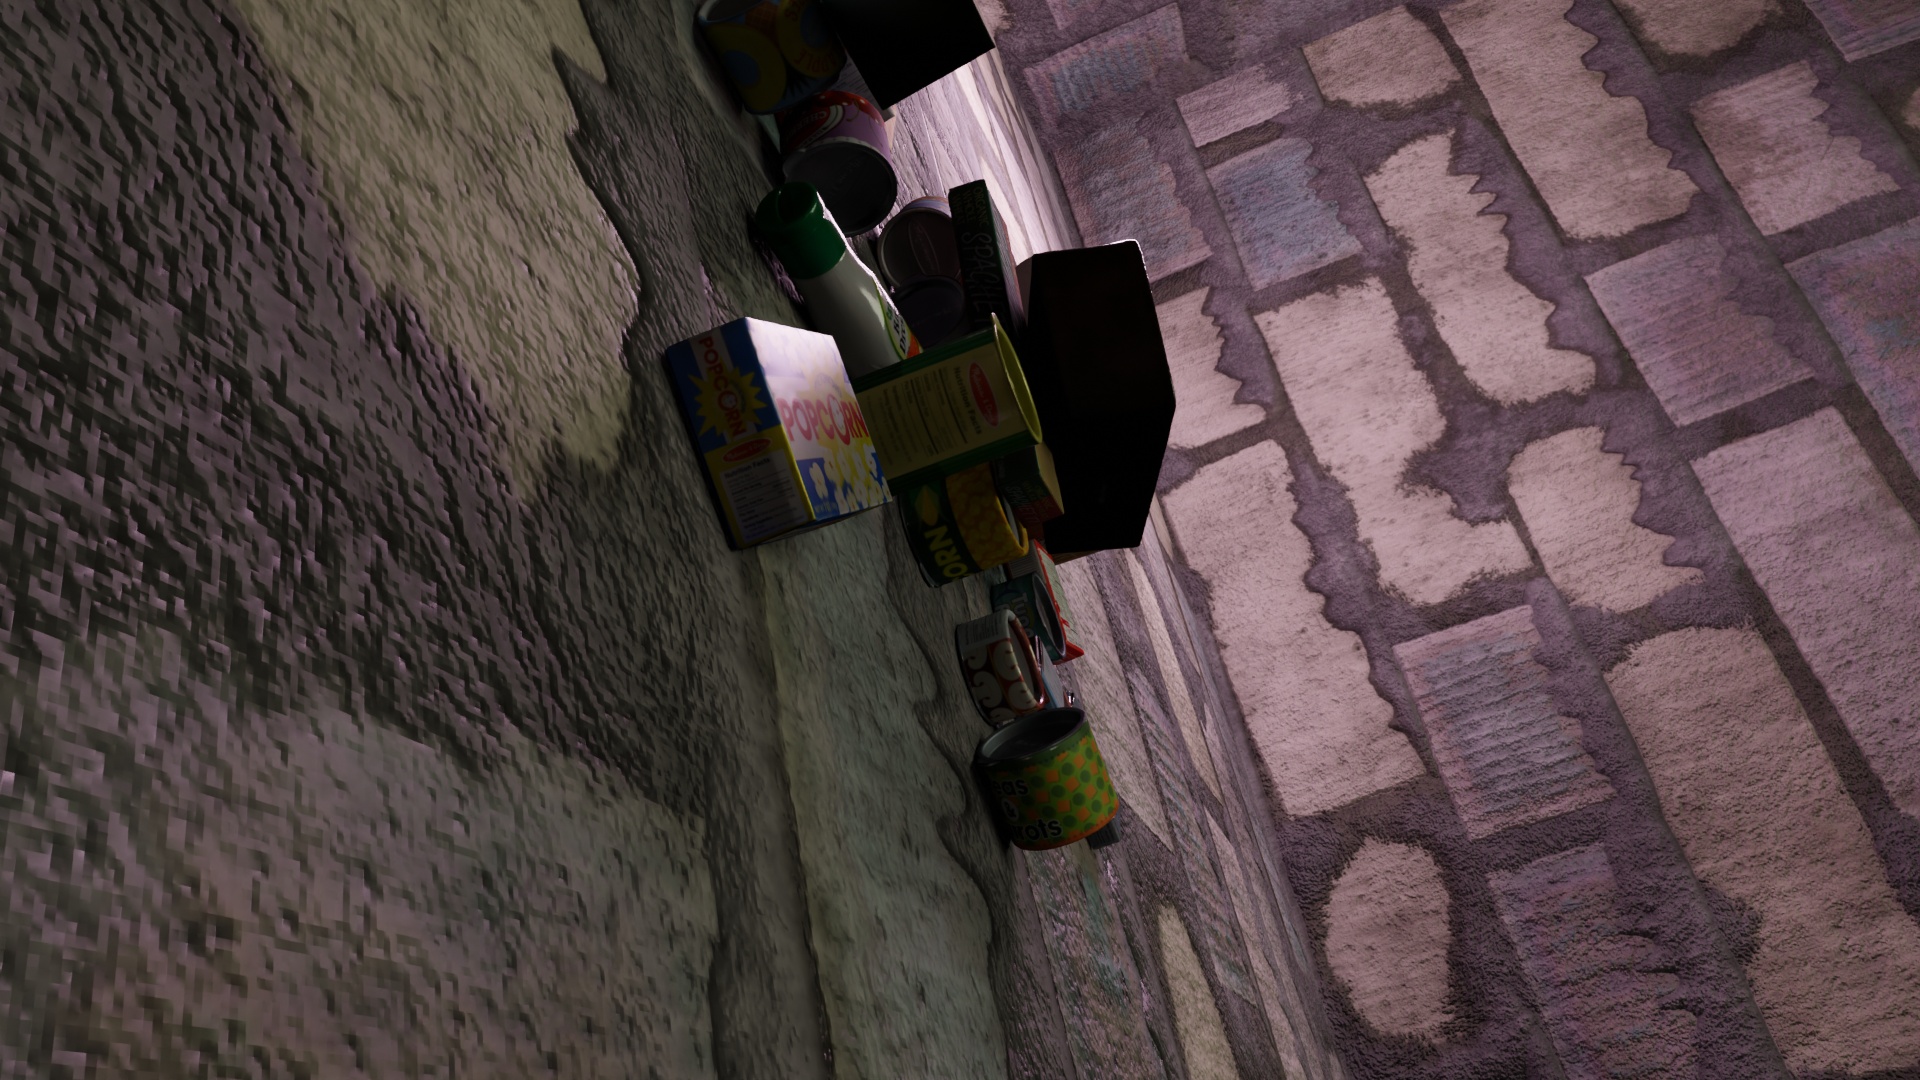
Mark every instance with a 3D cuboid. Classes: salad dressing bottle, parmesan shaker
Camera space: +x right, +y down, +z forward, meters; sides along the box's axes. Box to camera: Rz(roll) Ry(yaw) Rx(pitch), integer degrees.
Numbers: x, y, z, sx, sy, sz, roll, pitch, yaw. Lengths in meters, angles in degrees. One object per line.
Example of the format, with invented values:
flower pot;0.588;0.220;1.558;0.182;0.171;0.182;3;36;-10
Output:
salad dressing bottle;-0.064;-0.134;0.770;0.147;0.044;0.064;55;18;-51
parmesan shaker;-0.018;-0.067;0.722;0.071;0.103;0.071;-21;92;-79

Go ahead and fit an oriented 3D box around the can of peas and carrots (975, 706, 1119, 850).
can of peas and carrots;0.048;0.136;0.786;0.071;0.071;0.058;-60;130;-75

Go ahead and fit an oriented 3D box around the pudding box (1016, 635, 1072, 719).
pudding box;0.055;0.113;0.937;0.050;0.030;0.083;-90;157;-62

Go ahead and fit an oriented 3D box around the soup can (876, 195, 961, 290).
soup can;-0.022;-0.222;1.040;0.084;0.071;0.071;-77;145;-70

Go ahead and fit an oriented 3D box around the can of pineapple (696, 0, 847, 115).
can of pineapple;-0.103;-0.280;0.772;0.071;0.071;0.057;-97;162;-49

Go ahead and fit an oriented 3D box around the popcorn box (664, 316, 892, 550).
popcorn box;-0.074;-0.046;0.594;0.127;0.038;0.085;-24;93;-78

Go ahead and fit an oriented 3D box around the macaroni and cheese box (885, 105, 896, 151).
macaroni and cheese box;-0.098;-0.368;1.012;0.124;0.040;0.165;-91;158;-60

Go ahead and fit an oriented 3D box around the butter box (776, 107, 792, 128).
butter box;-0.086;-0.247;0.904;0.103;0.024;0.053;39;32;-68

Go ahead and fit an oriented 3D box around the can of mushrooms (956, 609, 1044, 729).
can of mushrooms;0.026;0.079;0.851;0.071;0.033;0.071;-22;92;-79

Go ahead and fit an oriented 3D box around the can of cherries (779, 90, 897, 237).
can of cherries;-0.075;-0.224;0.820;0.071;0.071;0.059;58;16;-47

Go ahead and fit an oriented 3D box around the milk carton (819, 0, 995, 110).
milk carton;-0.045;-0.331;0.802;0.072;0.073;0.191;55;11;-39

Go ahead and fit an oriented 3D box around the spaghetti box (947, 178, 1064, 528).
spaghetti box;0.026;-0.125;0.877;0.050;0.028;0.251;55;22;-54

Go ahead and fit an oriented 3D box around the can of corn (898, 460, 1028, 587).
can of corn;0.003;-0.010;0.833;0.071;0.058;0.071;-22;91;-78

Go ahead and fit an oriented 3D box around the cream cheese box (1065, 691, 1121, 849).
cream cheese box;0.090;0.168;1.015;0.053;0.024;0.103;-73;142;-72

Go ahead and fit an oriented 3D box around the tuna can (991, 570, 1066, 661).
tuna can;0.048;0.058;0.988;0.071;0.033;0.071;-22;91;-78

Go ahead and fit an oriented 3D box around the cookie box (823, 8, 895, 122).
cookie box;-0.104;-0.344;0.881;0.167;0.040;0.123;55;12;-26

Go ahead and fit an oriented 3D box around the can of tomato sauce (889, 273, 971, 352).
can of tomato sauce;-0.013;-0.129;0.943;0.082;0.071;0.071;57;17;-50

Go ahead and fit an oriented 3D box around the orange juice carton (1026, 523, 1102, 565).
orange juice carton;0.065;-0.031;1.116;0.192;0.073;0.072;30;43;-71
